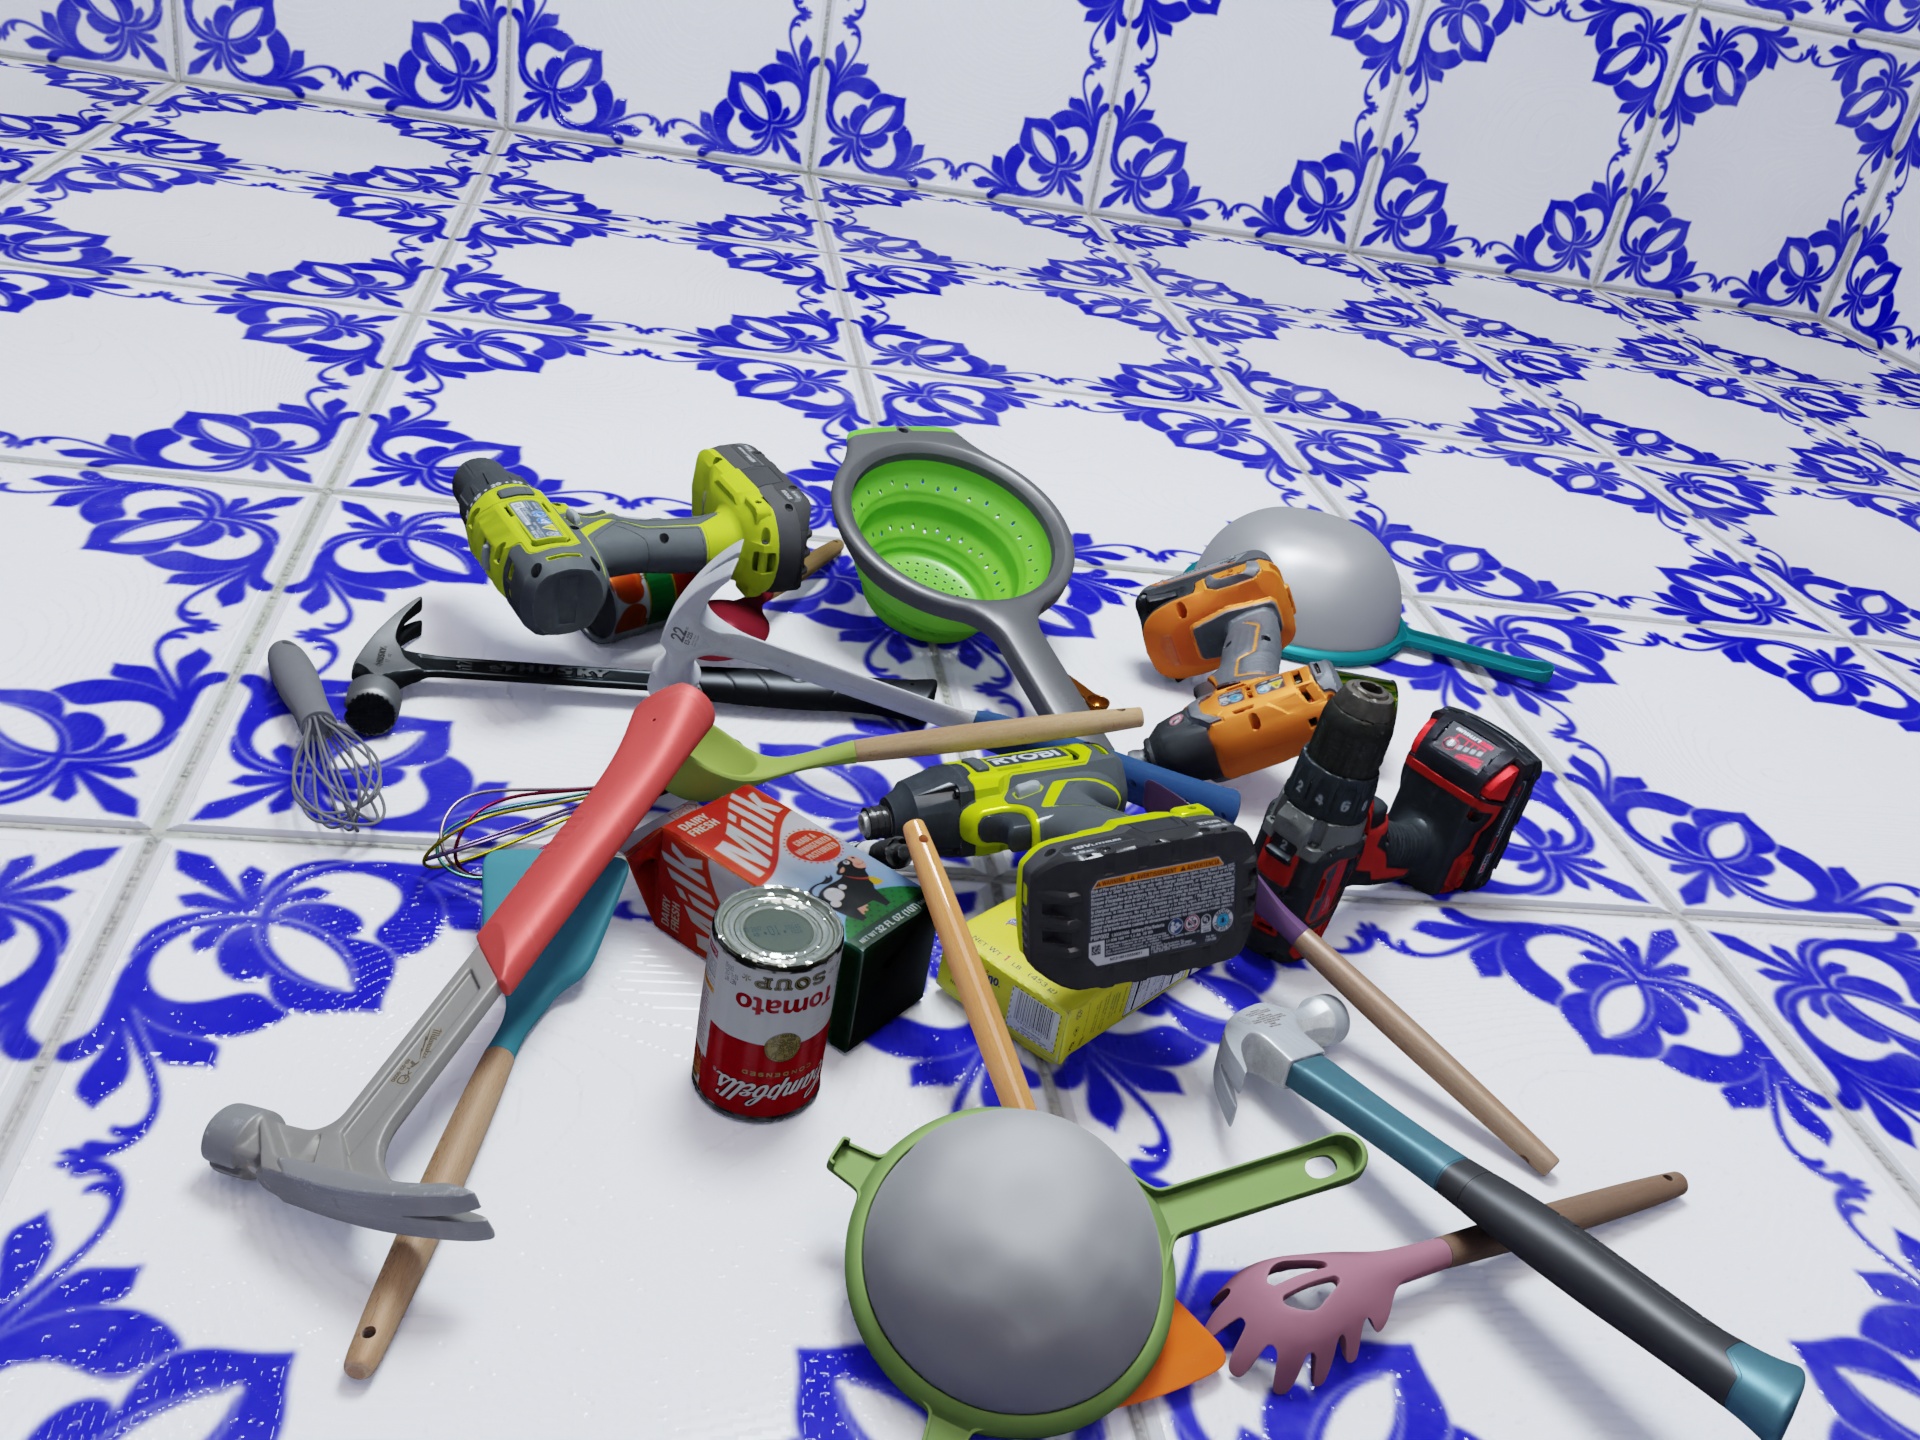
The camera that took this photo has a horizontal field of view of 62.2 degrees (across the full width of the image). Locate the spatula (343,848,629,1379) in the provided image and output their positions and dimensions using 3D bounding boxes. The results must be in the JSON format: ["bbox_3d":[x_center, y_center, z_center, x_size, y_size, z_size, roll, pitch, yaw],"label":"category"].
[{"bbox_3d":[-0.235,0.173,0.771,0.082,0.044,0.318,4,31,1],"label":"spatula"}]

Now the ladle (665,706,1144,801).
[{"bbox_3d":[-0.041,0.005,1.008,0.320,0.062,0.078,-7,21,-5],"label":"ladle"}]

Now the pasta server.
[{"bbox_3d":[0.258,0.267,0.798,0.316,0.040,0.060,-3,32,-31],"label":"pasta server"}]

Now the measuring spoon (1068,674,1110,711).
[{"bbox_3d":[0.076,-0.033,1.269,0.021,0.011,0.117,-14,35,-38],"label":"measuring spoon"}]

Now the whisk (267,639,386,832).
[{"bbox_3d":[-0.410,0.003,1.006,0.055,0.055,0.239,-8,30,-30],"label":"whisk"}]

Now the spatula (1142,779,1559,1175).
[{"bbox_3d":[0.219,0.143,0.929,0.018,0.059,0.316,-38,66,-19],"label":"spatula"}]

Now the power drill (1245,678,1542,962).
[{"bbox_3d":[0.277,0.049,1.022,0.226,0.187,0.080,-11,37,-41],"label":"power drill"}]

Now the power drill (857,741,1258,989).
[{"bbox_3d":[0.052,0.073,0.920,0.171,0.080,0.223,-8,17,-23],"label":"power drill"}]

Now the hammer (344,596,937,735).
[{"bbox_3d":[-0.215,-0.029,1.137,0.408,0.036,0.149,4,29,-14],"label":"hammer"}]

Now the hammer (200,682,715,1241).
[{"bbox_3d":[-0.211,0.100,0.813,0.149,0.036,0.359,6,39,21],"label":"hammer"}]

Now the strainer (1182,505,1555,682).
[{"bbox_3d":[0.372,-0.120,1.432,0.340,0.095,0.211,17,30,13],"label":"strainer"}]

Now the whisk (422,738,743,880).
[{"bbox_3d":[-0.225,0.049,0.991,0.051,0.047,0.245,29,31,30],"label":"whisk"}]

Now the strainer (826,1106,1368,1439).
[{"bbox_3d":[0.076,0.216,0.710,0.256,0.069,0.152,-11,53,-17],"label":"strainer"}]

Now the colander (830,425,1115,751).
[{"bbox_3d":[0.016,-0.069,1.251,0.204,0.094,0.398,-8,53,-30],"label":"colander"}]

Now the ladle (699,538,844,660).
[{"bbox_3d":[-0.146,-0.107,1.269,0.069,0.031,0.315,16,21,9],"label":"ladle"}]

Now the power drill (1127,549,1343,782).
[{"bbox_3d":[0.196,-0.035,1.216,0.164,0.084,0.227,-19,30,9],"label":"power drill"}]

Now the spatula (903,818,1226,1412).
[{"bbox_3d":[0.029,0.180,0.795,0.081,0.041,0.323,-7,56,-24],"label":"spatula"}]

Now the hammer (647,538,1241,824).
[{"bbox_3d":[-0.002,-0.003,1.066,0.405,0.144,0.035,19,47,-8],"label":"hammer"}]

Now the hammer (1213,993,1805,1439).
[{"bbox_3d":[0.256,0.233,0.787,0.128,0.033,0.331,-4,24,-37],"label":"hammer"}]

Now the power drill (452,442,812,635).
[{"bbox_3d":[-0.242,-0.143,1.152,0.228,0.080,0.191,-11,39,-32],"label":"power drill"}]
